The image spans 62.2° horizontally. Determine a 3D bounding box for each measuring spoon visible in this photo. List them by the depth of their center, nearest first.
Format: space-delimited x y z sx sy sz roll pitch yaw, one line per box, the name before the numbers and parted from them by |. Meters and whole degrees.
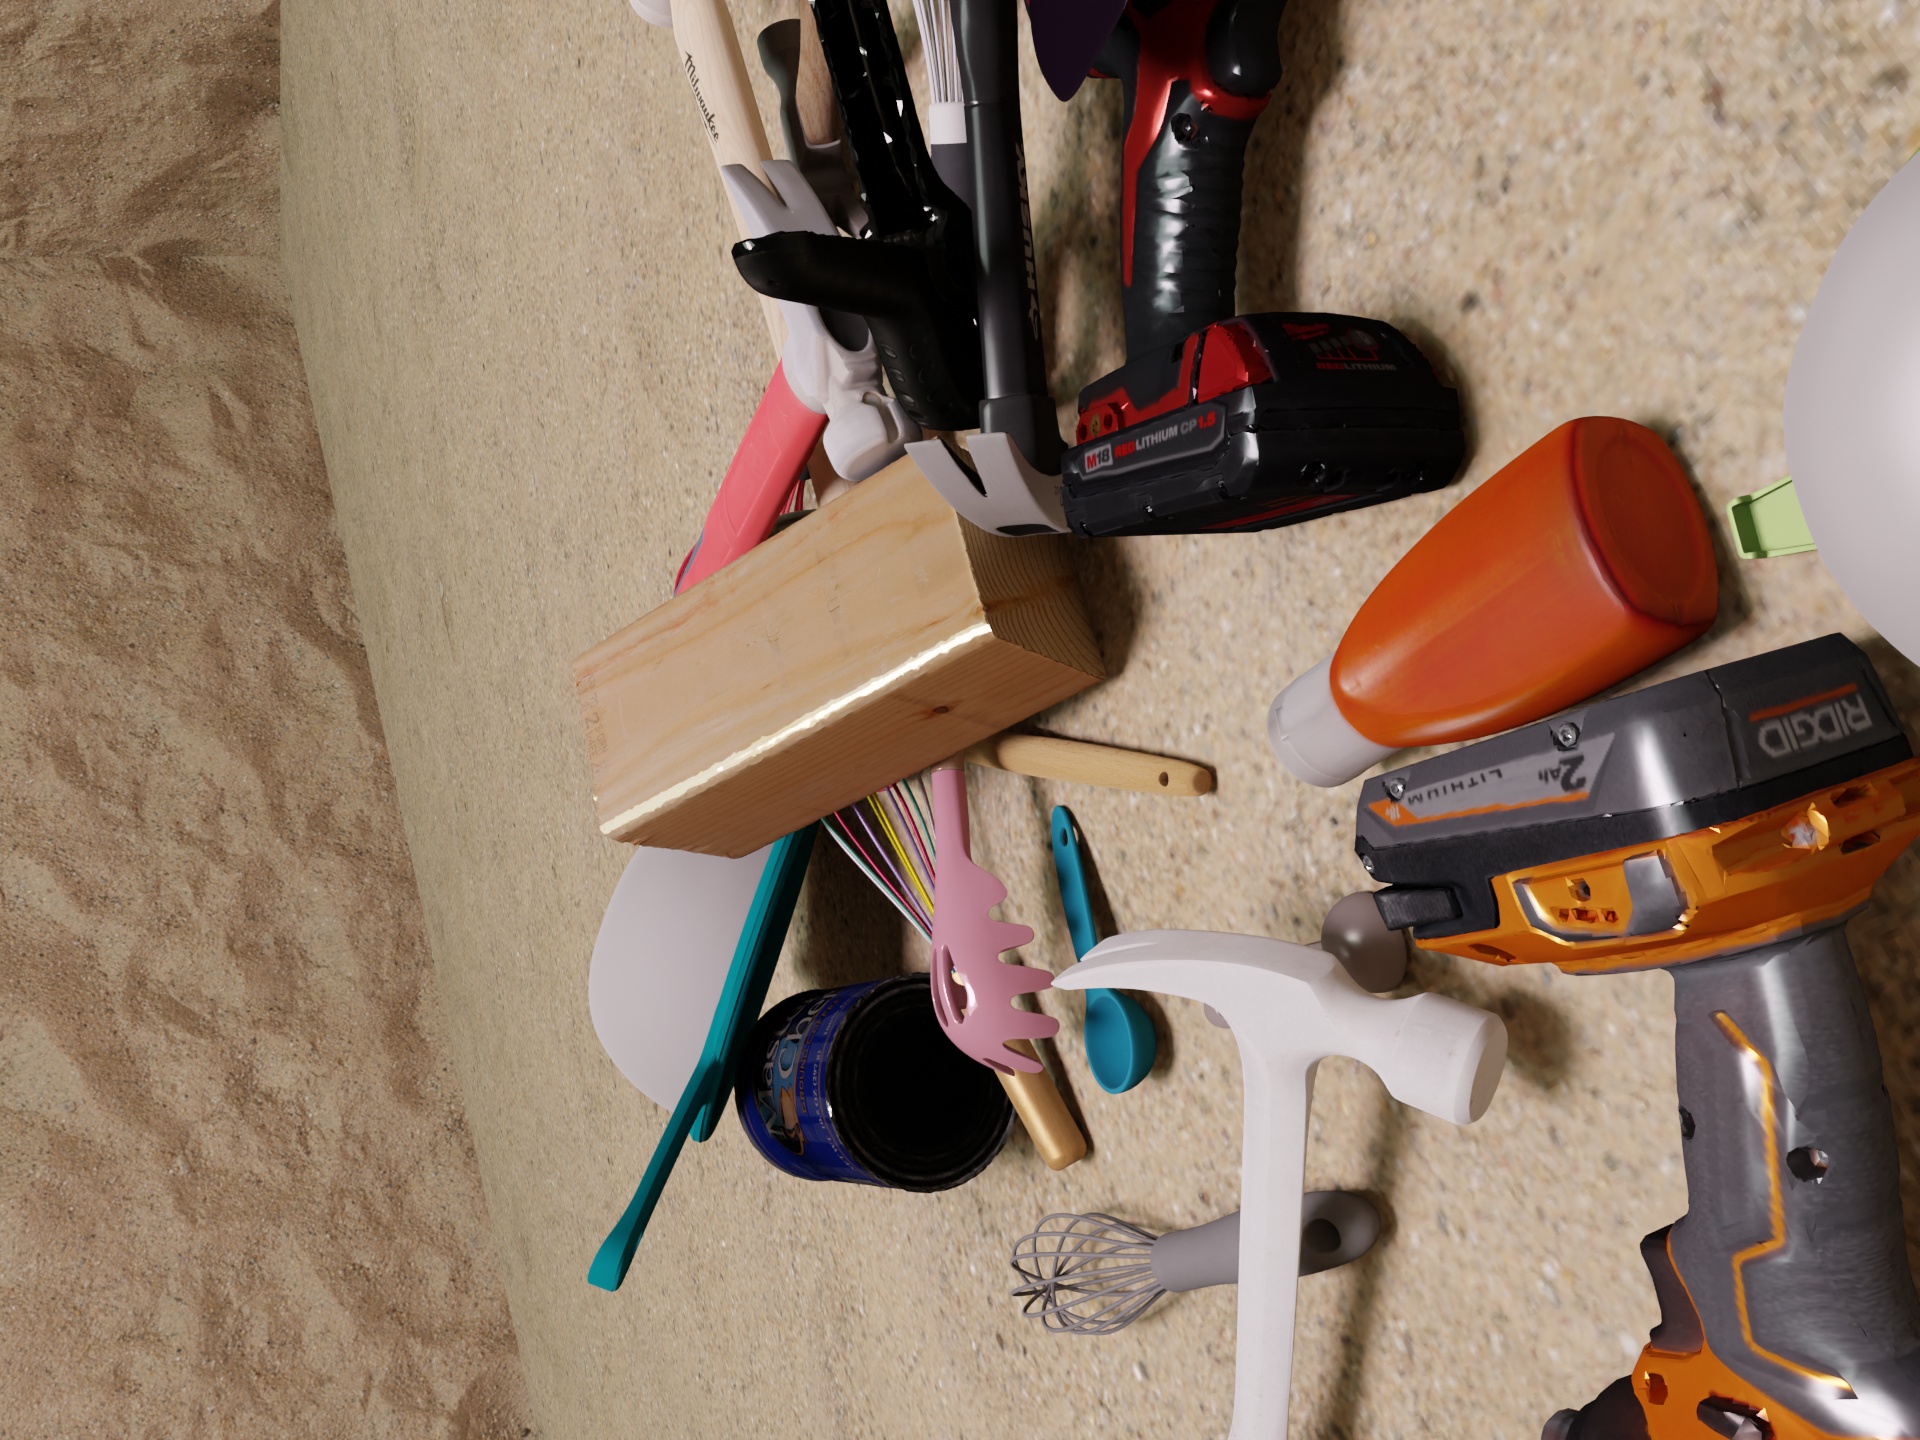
measuring spoon | 0.114 0.092 0.566 0.124 0.018 0.034 -46 57 58
measuring spoon | 0.062 0.095 0.679 0.042 0.021 0.129 126 139 -55

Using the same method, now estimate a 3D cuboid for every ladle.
ladle | 0.012 0.011 0.732 0.315 0.031 0.069 8 103 60

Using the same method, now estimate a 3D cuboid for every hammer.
hammer | 0.008 -0.232 0.559 0.035 0.146 0.334 -3 97 18
hammer | 0.103 0.255 0.571 0.144 0.035 0.405 16 120 36
hammer | -0.054 -0.302 0.658 0.331 0.031 0.130 143 113 -81
hammer | -0.083 -0.208 0.748 0.146 0.038 0.411 151 103 -74
hammer | -0.121 -0.100 0.789 0.143 0.038 0.386 66 151 13

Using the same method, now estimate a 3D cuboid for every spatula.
spatula | 0.028 -0.327 0.521 0.059 0.018 0.316 133 140 -56

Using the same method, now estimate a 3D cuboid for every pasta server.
pasta server | -0.001 -0.002 0.710 0.060 0.040 0.316 -29 61 55

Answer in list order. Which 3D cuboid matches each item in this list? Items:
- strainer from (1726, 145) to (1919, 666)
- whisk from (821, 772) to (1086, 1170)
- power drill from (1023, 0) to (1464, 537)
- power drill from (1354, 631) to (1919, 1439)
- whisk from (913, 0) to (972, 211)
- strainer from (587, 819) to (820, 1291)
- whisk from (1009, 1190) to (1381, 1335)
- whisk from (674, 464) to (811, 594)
strainer | 0.214 -0.103 0.259 0.152 0.069 0.256 48 140 47
whisk | -0.010 0.098 0.748 0.245 0.051 0.047 60 143 15
power drill | 0.091 -0.177 0.474 0.188 0.080 0.227 -6 89 63
power drill | 0.178 0.109 0.385 0.164 0.084 0.226 -31 74 62
whisk | -0.003 -0.279 0.650 0.070 0.070 0.284 33 131 56
strainer | -0.160 0.150 0.835 0.341 0.095 0.211 -71 0 -60
whisk | 0.086 0.212 0.634 0.239 0.055 0.055 -41 62 54
whisk | -0.096 -0.126 0.874 0.295 0.073 0.073 -57 48 44
